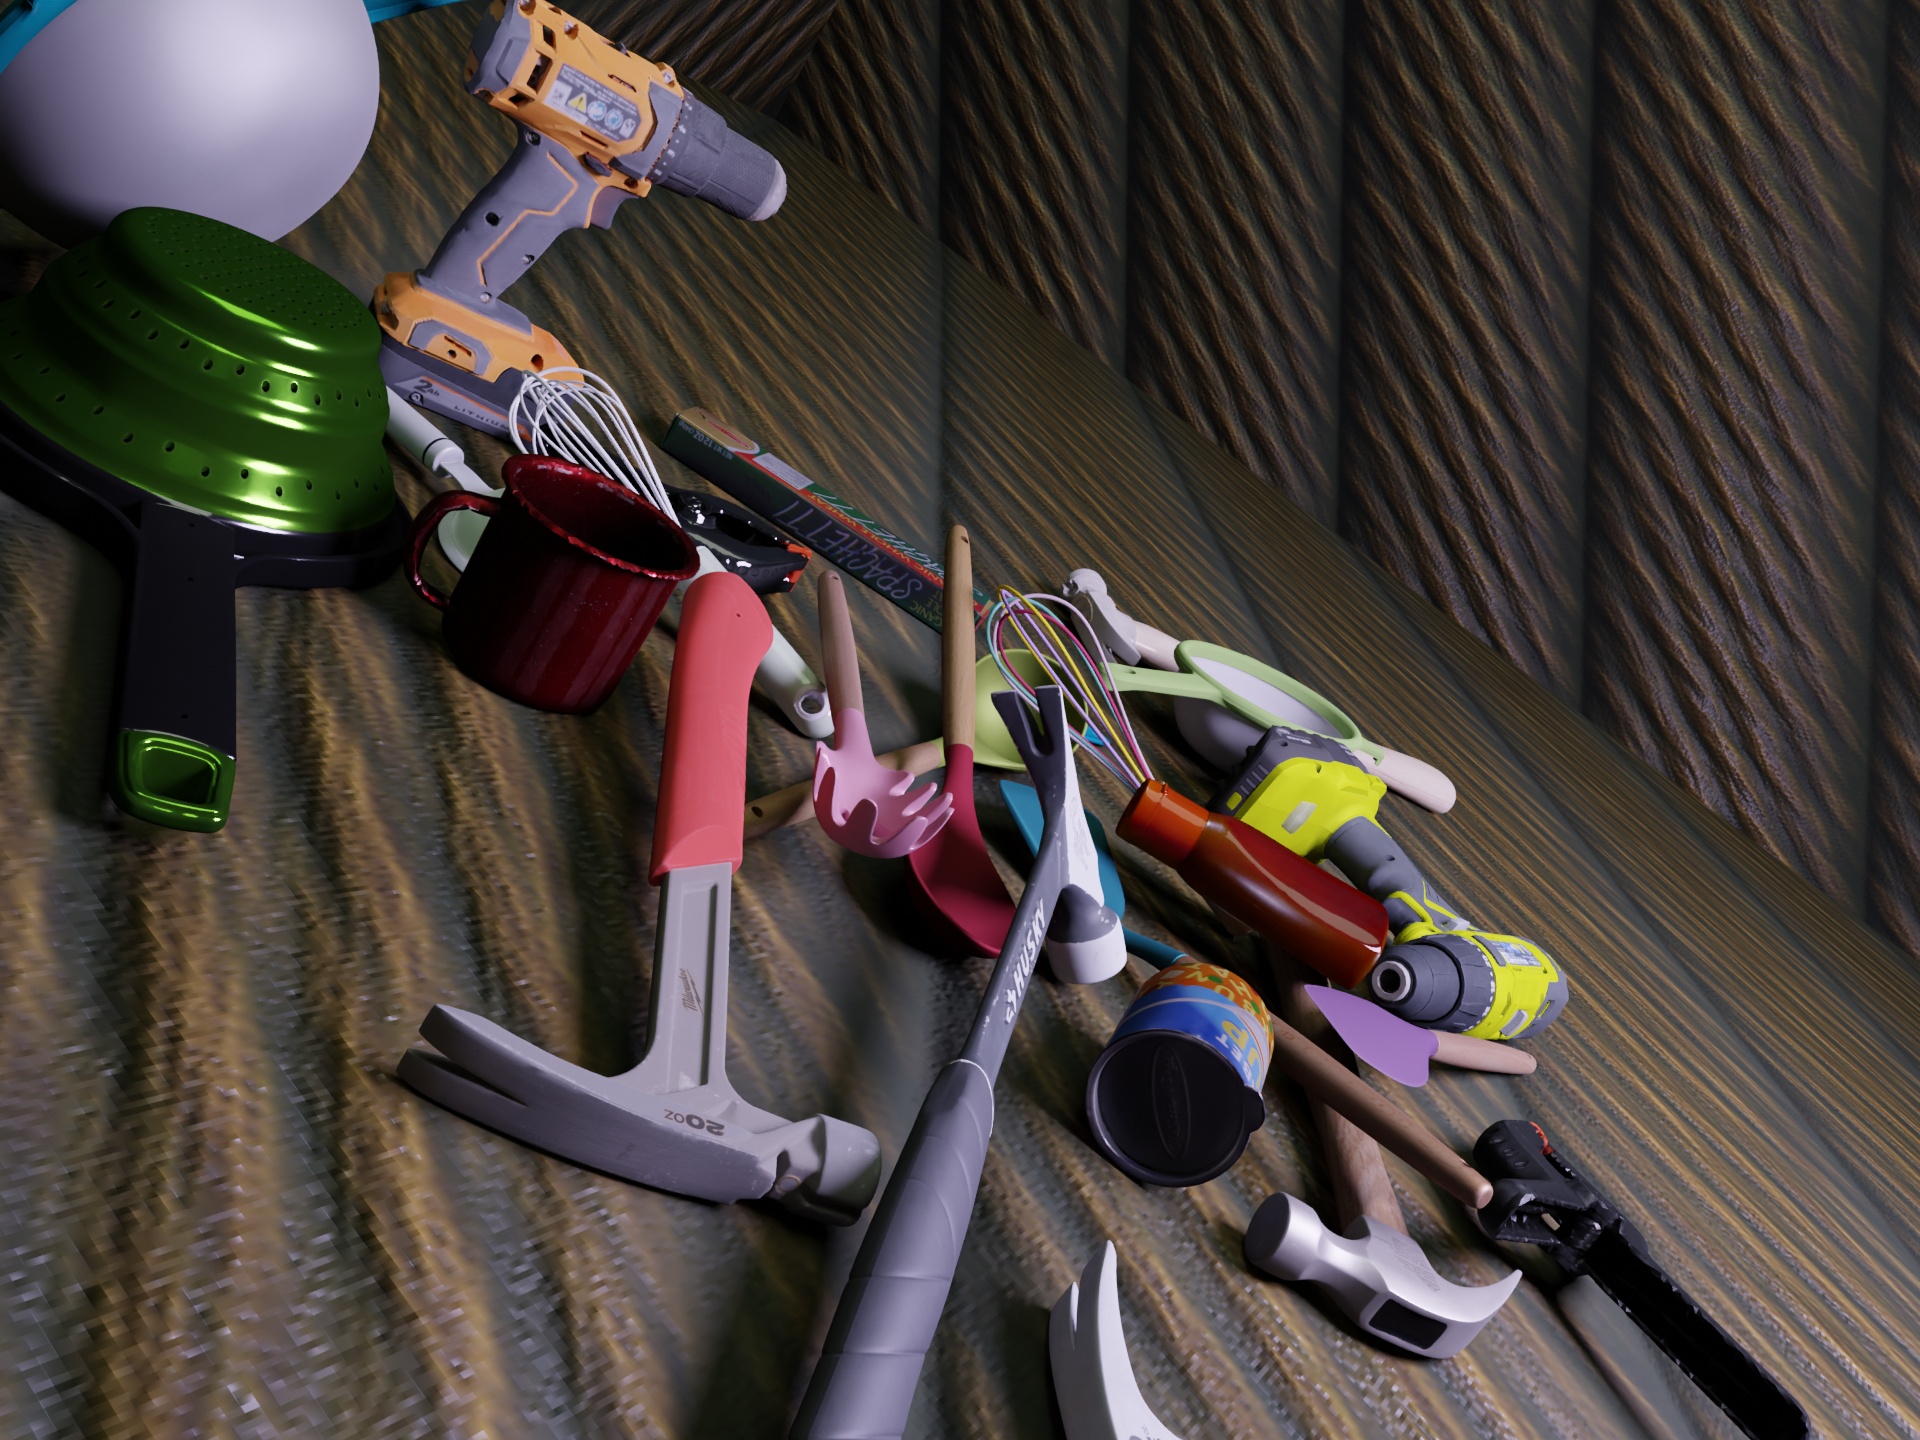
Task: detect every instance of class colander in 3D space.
[{"bbox_3d":[-0.287,-0.106,0.614,0.204,0.094,0.398,20,24,-34],"label":"colander"}]

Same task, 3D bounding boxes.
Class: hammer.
[{"bbox_3d":[0.006,0.118,0.552,0.036,0.149,0.409,-7,20,16],"label":"hammer"},{"bbox_3d":[0.266,-0.002,1.328,0.410,0.038,0.146,24,23,-25],"label":"hammer"},{"bbox_3d":[0.183,0.179,0.775,0.130,0.031,0.331,30,19,-8],"label":"hammer"},{"bbox_3d":[0.198,0.274,0.567,0.405,0.035,0.144,20,23,-33],"label":"hammer"},{"bbox_3d":[-0.110,0.033,0.618,0.149,0.036,0.359,26,25,-21],"label":"hammer"}]

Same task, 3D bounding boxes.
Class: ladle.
[{"bbox_3d":[-0.001,-0.003,0.801,0.069,0.031,0.316,35,34,-28],"label":"ladle"},{"bbox_3d":[-0.021,0.014,0.811,0.078,0.062,0.320,48,25,12],"label":"ladle"}]

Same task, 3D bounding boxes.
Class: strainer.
[{"bbox_3d":[0.174,0.001,1.131,0.256,0.069,0.152,6,27,-43],"label":"strainer"},{"bbox_3d":[-0.316,-0.306,0.781,0.095,0.211,0.340,53,44,-9],"label":"strainer"},{"bbox_3d":[-0.258,-0.130,0.806,0.259,0.050,0.087,39,34,23],"label":"strainer"}]

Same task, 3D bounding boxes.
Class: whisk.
[{"bbox_3d":[0.092,0.024,0.880,0.245,0.047,0.051,53,49,-12],"label":"whisk"},{"bbox_3d":[-0.146,-0.087,0.818,0.246,0.058,0.059,49,-15,3],"label":"whisk"}]

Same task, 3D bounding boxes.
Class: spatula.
[{"bbox_3d":[0.125,0.121,0.752,0.082,0.044,0.318,21,9,-43],"label":"spatula"},{"bbox_3d":[0.261,0.178,0.859,0.315,0.018,0.060,22,27,-53],"label":"spatula"}]

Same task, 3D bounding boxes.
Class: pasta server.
[{"bbox_3d":[-0.053,-0.018,0.774,0.060,0.040,0.316,20,22,-17],"label":"pasta server"}]

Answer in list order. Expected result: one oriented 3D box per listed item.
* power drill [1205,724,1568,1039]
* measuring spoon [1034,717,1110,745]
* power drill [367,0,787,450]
[{"bbox_3d":[0.261,0.107,1.002,0.190,0.080,0.229,13,31,-47],"label":"power drill"},{"bbox_3d":[0.067,0.013,1.018,0.042,0.021,0.128,41,12,23],"label":"measuring spoon"},{"bbox_3d":[-0.221,-0.271,0.908,0.185,0.226,0.084,20,24,-34],"label":"power drill"}]
